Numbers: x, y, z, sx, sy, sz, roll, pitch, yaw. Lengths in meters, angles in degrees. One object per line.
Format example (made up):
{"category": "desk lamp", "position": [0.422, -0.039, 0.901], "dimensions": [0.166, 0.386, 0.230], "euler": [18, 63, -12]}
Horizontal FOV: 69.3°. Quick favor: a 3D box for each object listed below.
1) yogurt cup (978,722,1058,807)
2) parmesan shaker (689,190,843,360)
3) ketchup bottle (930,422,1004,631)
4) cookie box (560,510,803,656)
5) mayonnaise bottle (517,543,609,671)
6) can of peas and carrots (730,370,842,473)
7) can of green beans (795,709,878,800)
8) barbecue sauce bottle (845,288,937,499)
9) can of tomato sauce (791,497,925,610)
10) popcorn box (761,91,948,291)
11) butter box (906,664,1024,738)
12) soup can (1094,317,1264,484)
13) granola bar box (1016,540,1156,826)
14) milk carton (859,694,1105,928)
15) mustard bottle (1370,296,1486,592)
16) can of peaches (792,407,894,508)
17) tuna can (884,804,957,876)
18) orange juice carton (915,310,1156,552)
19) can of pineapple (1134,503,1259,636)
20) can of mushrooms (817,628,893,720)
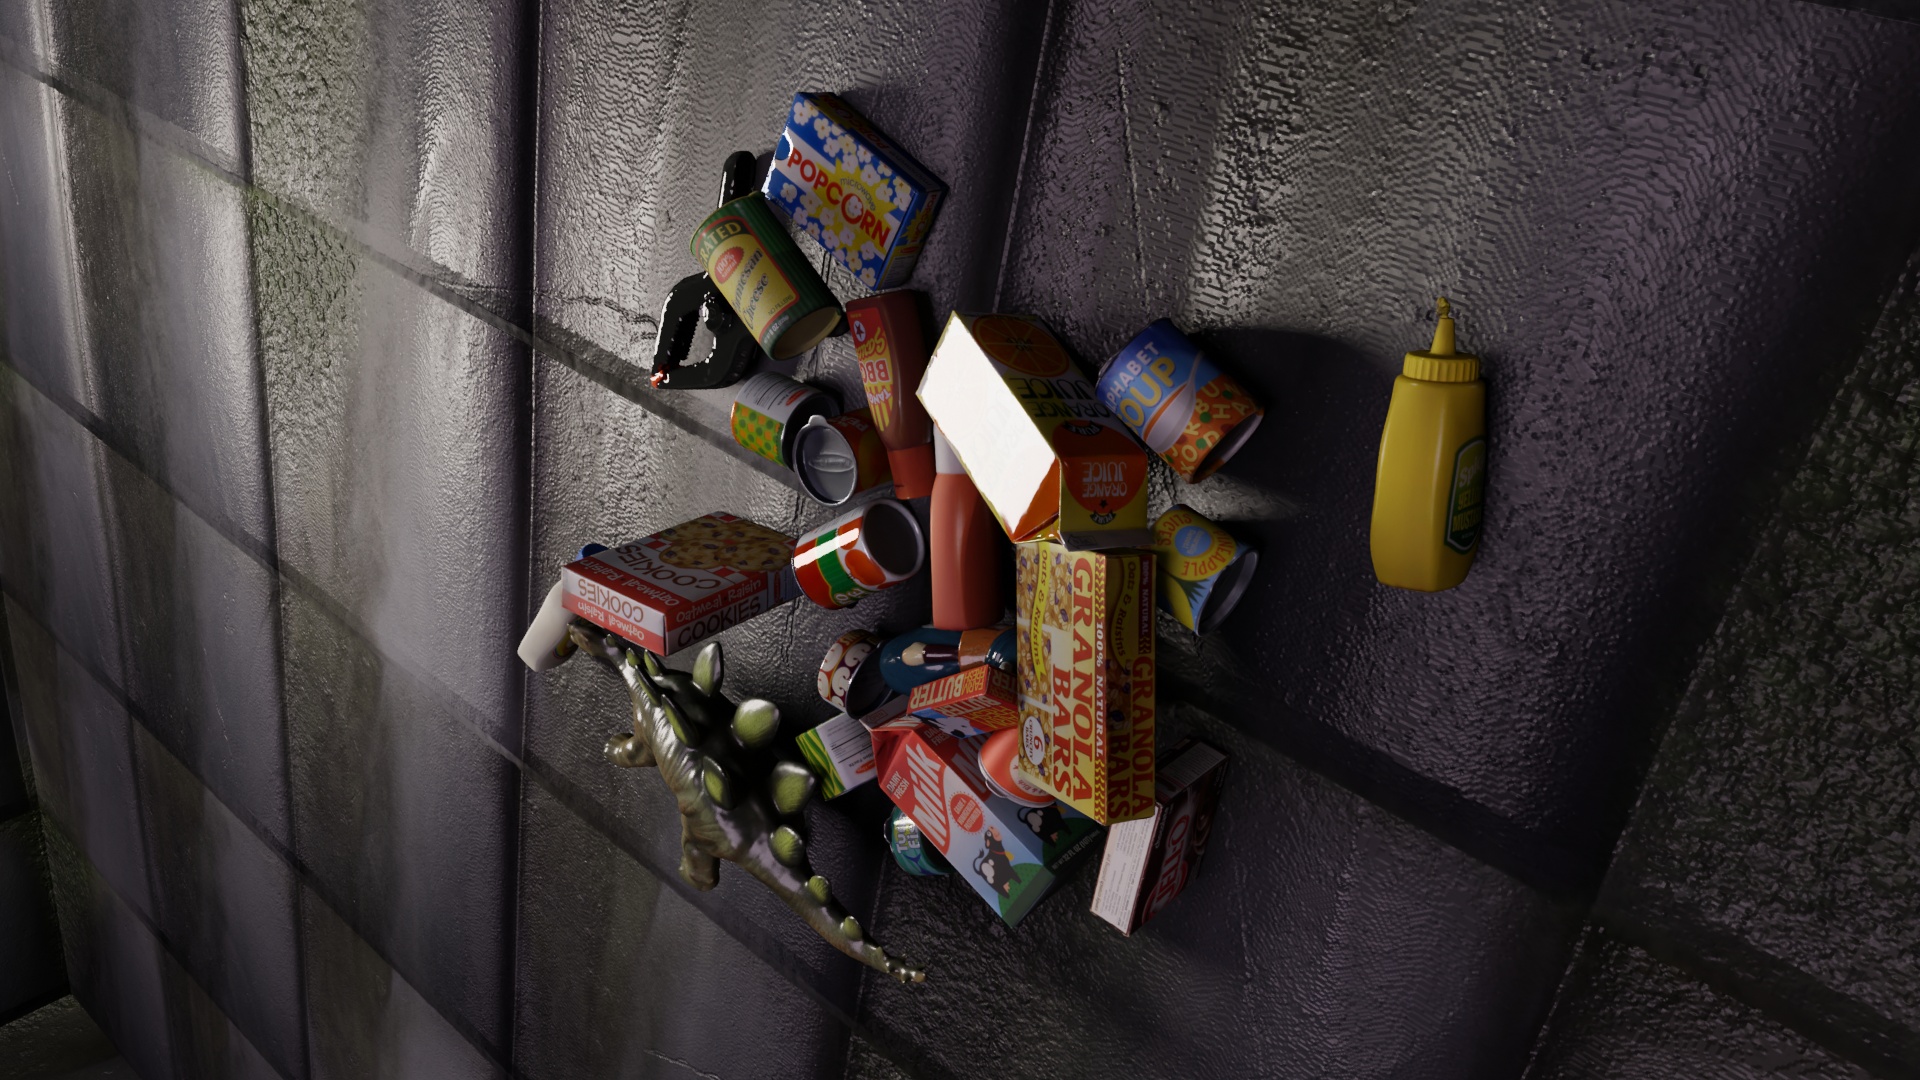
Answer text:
{"category": "yogurt cup", "position": [0.054, 0.151, 1.010], "dimensions": [0.072, 0.072, 0.053], "euler": [40, 119, 22]}
{"category": "parmesan shaker", "position": [-0.138, -0.191, 1.006], "dimensions": [0.103, 0.071, 0.071], "euler": [53, 131, 10]}
{"category": "ketchup bottle", "position": [0.004, -0.012, 0.996], "dimensions": [0.043, 0.065, 0.148], "euler": [1, 97, 30]}
{"category": "cookie box", "position": [-0.215, 0.031, 1.117], "dimensions": [0.123, 0.168, 0.040], "euler": [19, 118, 34]}
{"category": "mayonnaise bottle", "position": [-0.373, 0.063, 1.332], "dimensions": [0.041, 0.065, 0.147], "euler": [44, 125, 9]}
{"category": "can of peas and carrots", "position": [-0.135, -0.090, 1.076], "dimensions": [0.059, 0.071, 0.070], "euler": [25, 120, 31]}
{"category": "can of green beans", "position": [-0.094, 0.172, 1.136], "dimensions": [0.071, 0.071, 0.058], "euler": [-30, 85, 42]}
{"category": "barbecue sauce bottle", "position": [-0.043, -0.105, 1.008], "dimensions": [0.065, 0.044, 0.148], "euler": [7, 112, 59]}
{"category": "can of tomato sauce", "position": [-0.077, 0.012, 1.065], "dimensions": [0.083, 0.071, 0.071], "euler": [-24, 90, 41]}
{"category": "popcorn box", "position": [-0.077, -0.249, 0.989], "dimensions": [0.127, 0.038, 0.084], "euler": [43, 129, 19]}
{"category": "butter box", "position": [0.011, 0.115, 0.988], "dimensions": [0.103, 0.053, 0.024], "euler": [-25, 46, 53]}
{"category": "soup can", "position": [0.133, -0.085, 0.853], "dimensions": [0.084, 0.071, 0.071], "euler": [46, 129, 17]}
{"category": "granola bar box", "position": [0.079, 0.083, 0.890], "dimensions": [0.124, 0.039, 0.165], "euler": [-167, 76, -66]}
{"category": "milk carton", "position": [0.009, 0.189, 1.054], "dimensions": [0.191, 0.072, 0.073], "euler": [45, 129, 19]}
{"category": "mustard bottle", "position": [0.261, -0.053, 0.766], "dimensions": [0.049, 0.065, 0.159], "euler": [13, 110, 40]}
{"category": "can of peaches", "position": [-0.083, -0.066, 1.048], "dimensions": [0.071, 0.058, 0.071], "euler": [15, 115, 36]}
{"category": "tuna can", "position": [-0.024, 0.231, 1.098], "dimensions": [0.032, 0.071, 0.071], "euler": [-15, 96, 40]}
{"category": "orange juice carton", "position": [0.051, -0.062, 0.887], "dimensions": [0.193, 0.072, 0.072], "euler": [58, 136, 36]}
{"category": "can of pineapple", "position": [0.147, 0.017, 0.881], "dimensions": [0.058, 0.071, 0.070], "euler": [35, 125, 25]}
{"category": "can of mushrooms", "position": [-0.079, 0.103, 1.100], "dimensions": [0.033, 0.071, 0.070], "euler": [27, 121, 31]}
